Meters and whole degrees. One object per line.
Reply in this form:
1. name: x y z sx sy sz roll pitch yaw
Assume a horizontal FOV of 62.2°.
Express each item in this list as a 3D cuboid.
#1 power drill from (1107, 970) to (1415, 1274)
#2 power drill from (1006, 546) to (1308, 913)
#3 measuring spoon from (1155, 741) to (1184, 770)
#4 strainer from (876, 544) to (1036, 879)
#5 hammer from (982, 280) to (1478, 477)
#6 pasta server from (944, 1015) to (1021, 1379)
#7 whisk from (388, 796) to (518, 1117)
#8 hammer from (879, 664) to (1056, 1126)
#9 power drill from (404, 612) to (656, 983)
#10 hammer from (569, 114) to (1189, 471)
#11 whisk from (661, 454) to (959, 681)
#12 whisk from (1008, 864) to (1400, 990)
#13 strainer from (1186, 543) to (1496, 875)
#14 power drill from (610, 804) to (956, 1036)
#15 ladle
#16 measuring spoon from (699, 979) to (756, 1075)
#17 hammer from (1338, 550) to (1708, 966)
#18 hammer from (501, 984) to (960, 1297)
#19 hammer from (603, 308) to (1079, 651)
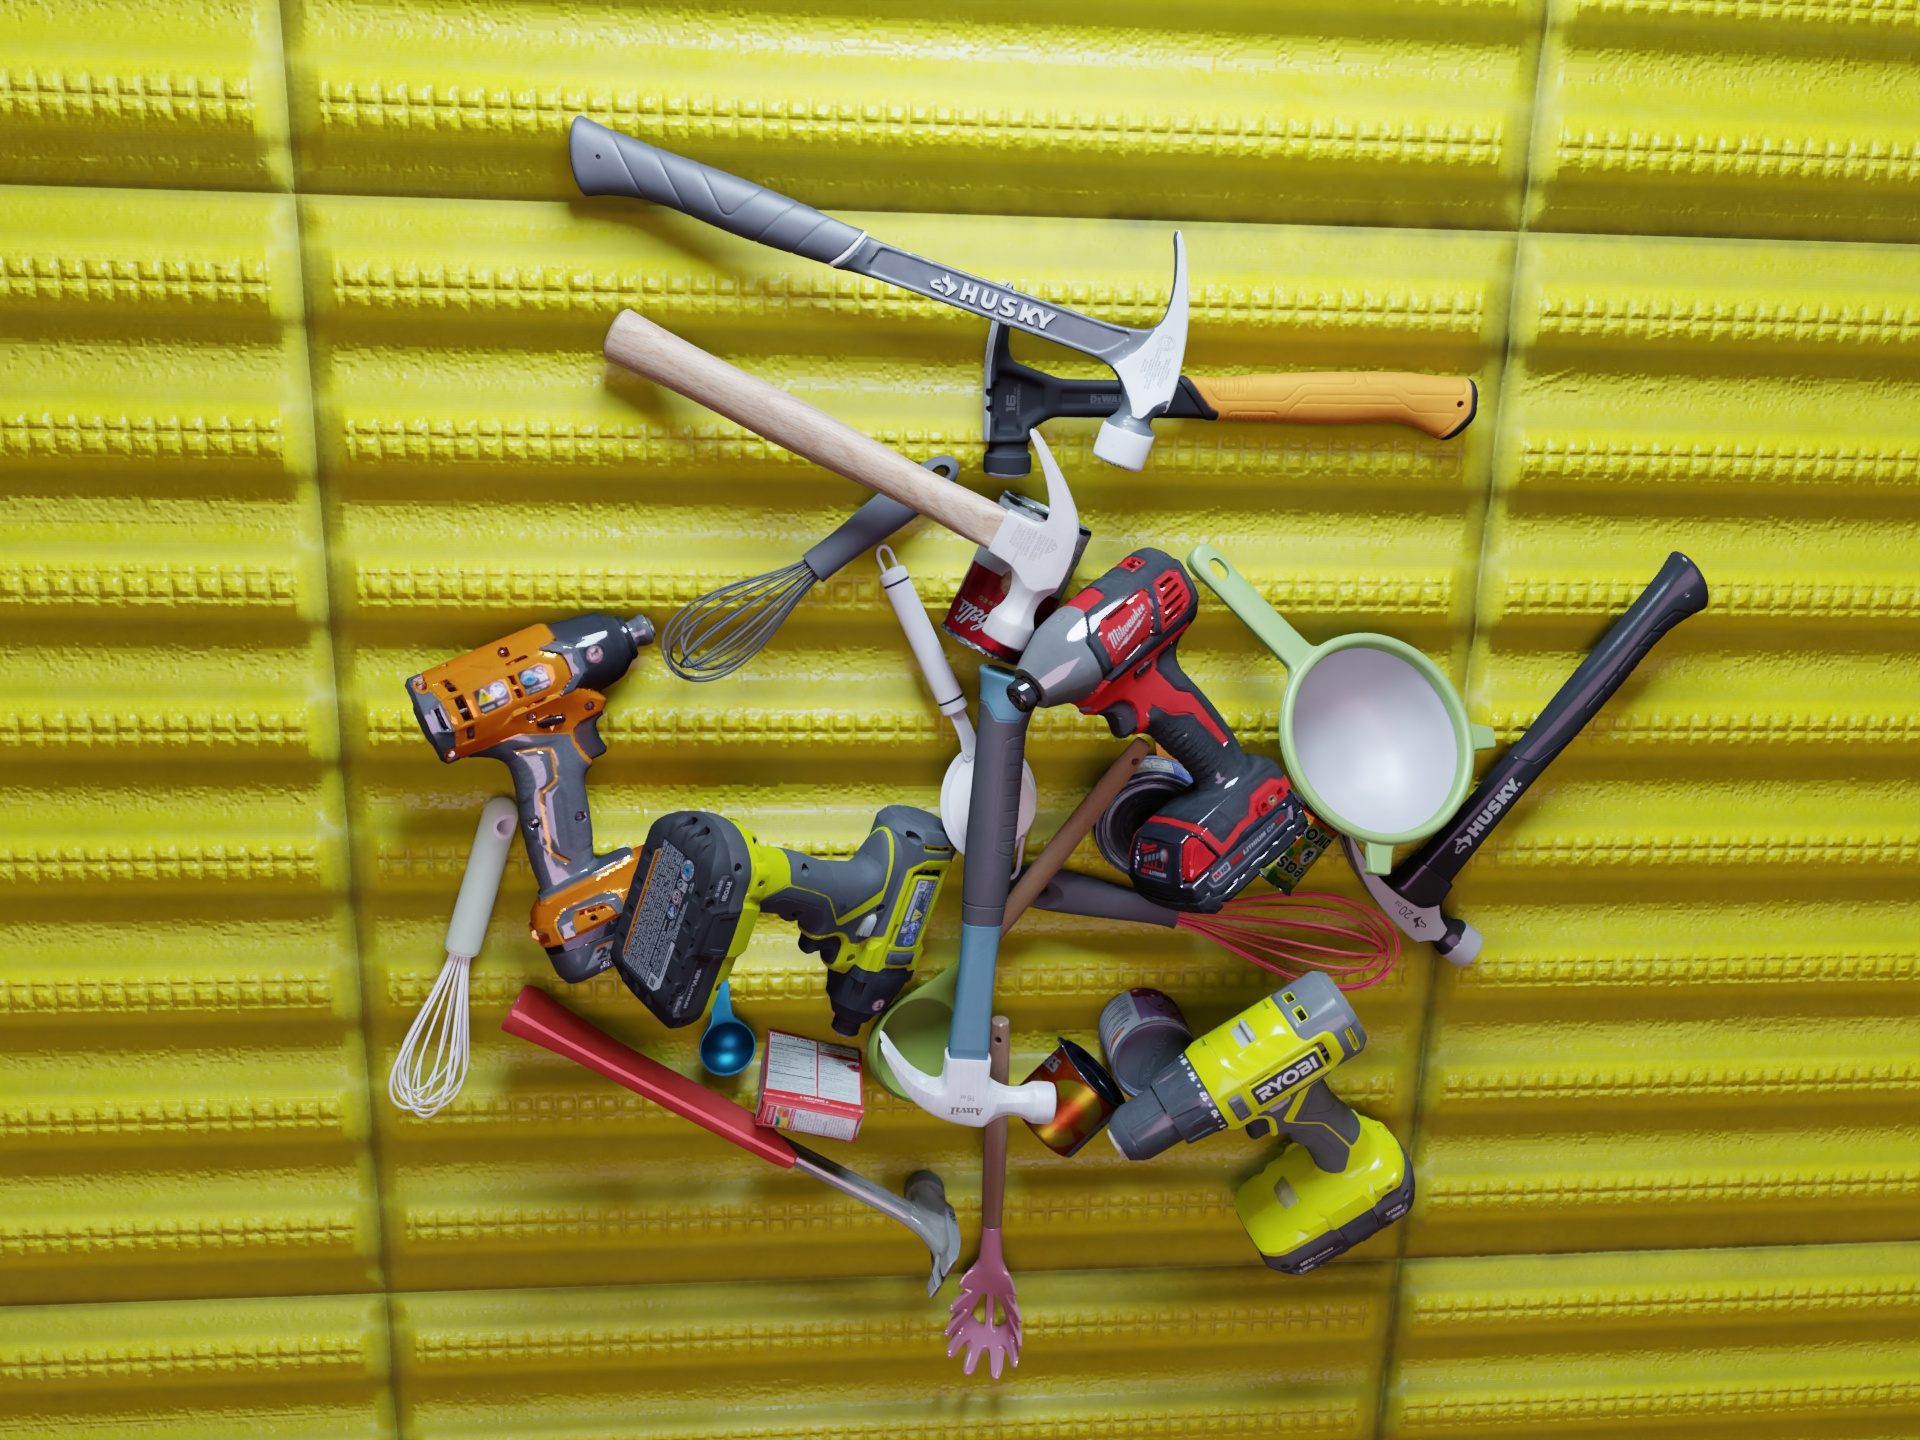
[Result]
1. power drill: 0.226 0.305 1.166 0.190 0.080 0.228 -32 124 1
2. power drill: 0.125 0.012 1.044 0.143 0.078 0.219 -38 110 -21
3. measuring spoon: 0.155 0.043 1.157 0.021 0.011 0.116 -14 111 6
4. strainer: -0.002 -0.004 1.105 0.087 0.050 0.258 -32 102 -33
5. hammer: 0.183 -0.225 1.068 0.337 0.034 0.127 0 107 -6
6. pasta server: 0.024 0.363 1.202 0.060 0.040 0.316 5 114 8
7. whisk: -0.355 0.168 1.126 0.057 0.059 0.246 8 104 -46
8. hammer: 0.018 0.124 1.089 0.128 0.033 0.331 4 105 -8
9. power drill: -0.250 0.043 1.074 0.164 0.084 0.226 -26 104 -16
10. hammer: -0.050 -0.294 0.999 0.409 0.036 0.149 20 106 -3
11. whisk: -0.100 -0.106 1.070 0.239 0.055 0.055 -36 106 0
12. whisk: 0.177 0.144 1.164 0.296 0.073 0.073 11 105 -2
13. strainer: 0.242 -0.019 1.117 0.256 0.069 0.151 46 67 0
14. power drill: -0.114 0.140 1.075 0.223 0.080 0.171 8 107 -45
15. ladle: 0.038 0.143 1.129 0.078 0.062 0.320 27 109 -29
16. measuring spoon: -0.180 0.197 1.166 0.042 0.021 0.128 -12 98 -17
17. hammer: 0.418 0.016 1.160 0.146 0.035 0.334 36 100 -15
18. hammer: -0.162 0.292 1.140 0.359 0.149 0.036 30 94 -7
19. hammer: -0.076 -0.176 1.020 0.331 0.031 0.130 28 101 1
